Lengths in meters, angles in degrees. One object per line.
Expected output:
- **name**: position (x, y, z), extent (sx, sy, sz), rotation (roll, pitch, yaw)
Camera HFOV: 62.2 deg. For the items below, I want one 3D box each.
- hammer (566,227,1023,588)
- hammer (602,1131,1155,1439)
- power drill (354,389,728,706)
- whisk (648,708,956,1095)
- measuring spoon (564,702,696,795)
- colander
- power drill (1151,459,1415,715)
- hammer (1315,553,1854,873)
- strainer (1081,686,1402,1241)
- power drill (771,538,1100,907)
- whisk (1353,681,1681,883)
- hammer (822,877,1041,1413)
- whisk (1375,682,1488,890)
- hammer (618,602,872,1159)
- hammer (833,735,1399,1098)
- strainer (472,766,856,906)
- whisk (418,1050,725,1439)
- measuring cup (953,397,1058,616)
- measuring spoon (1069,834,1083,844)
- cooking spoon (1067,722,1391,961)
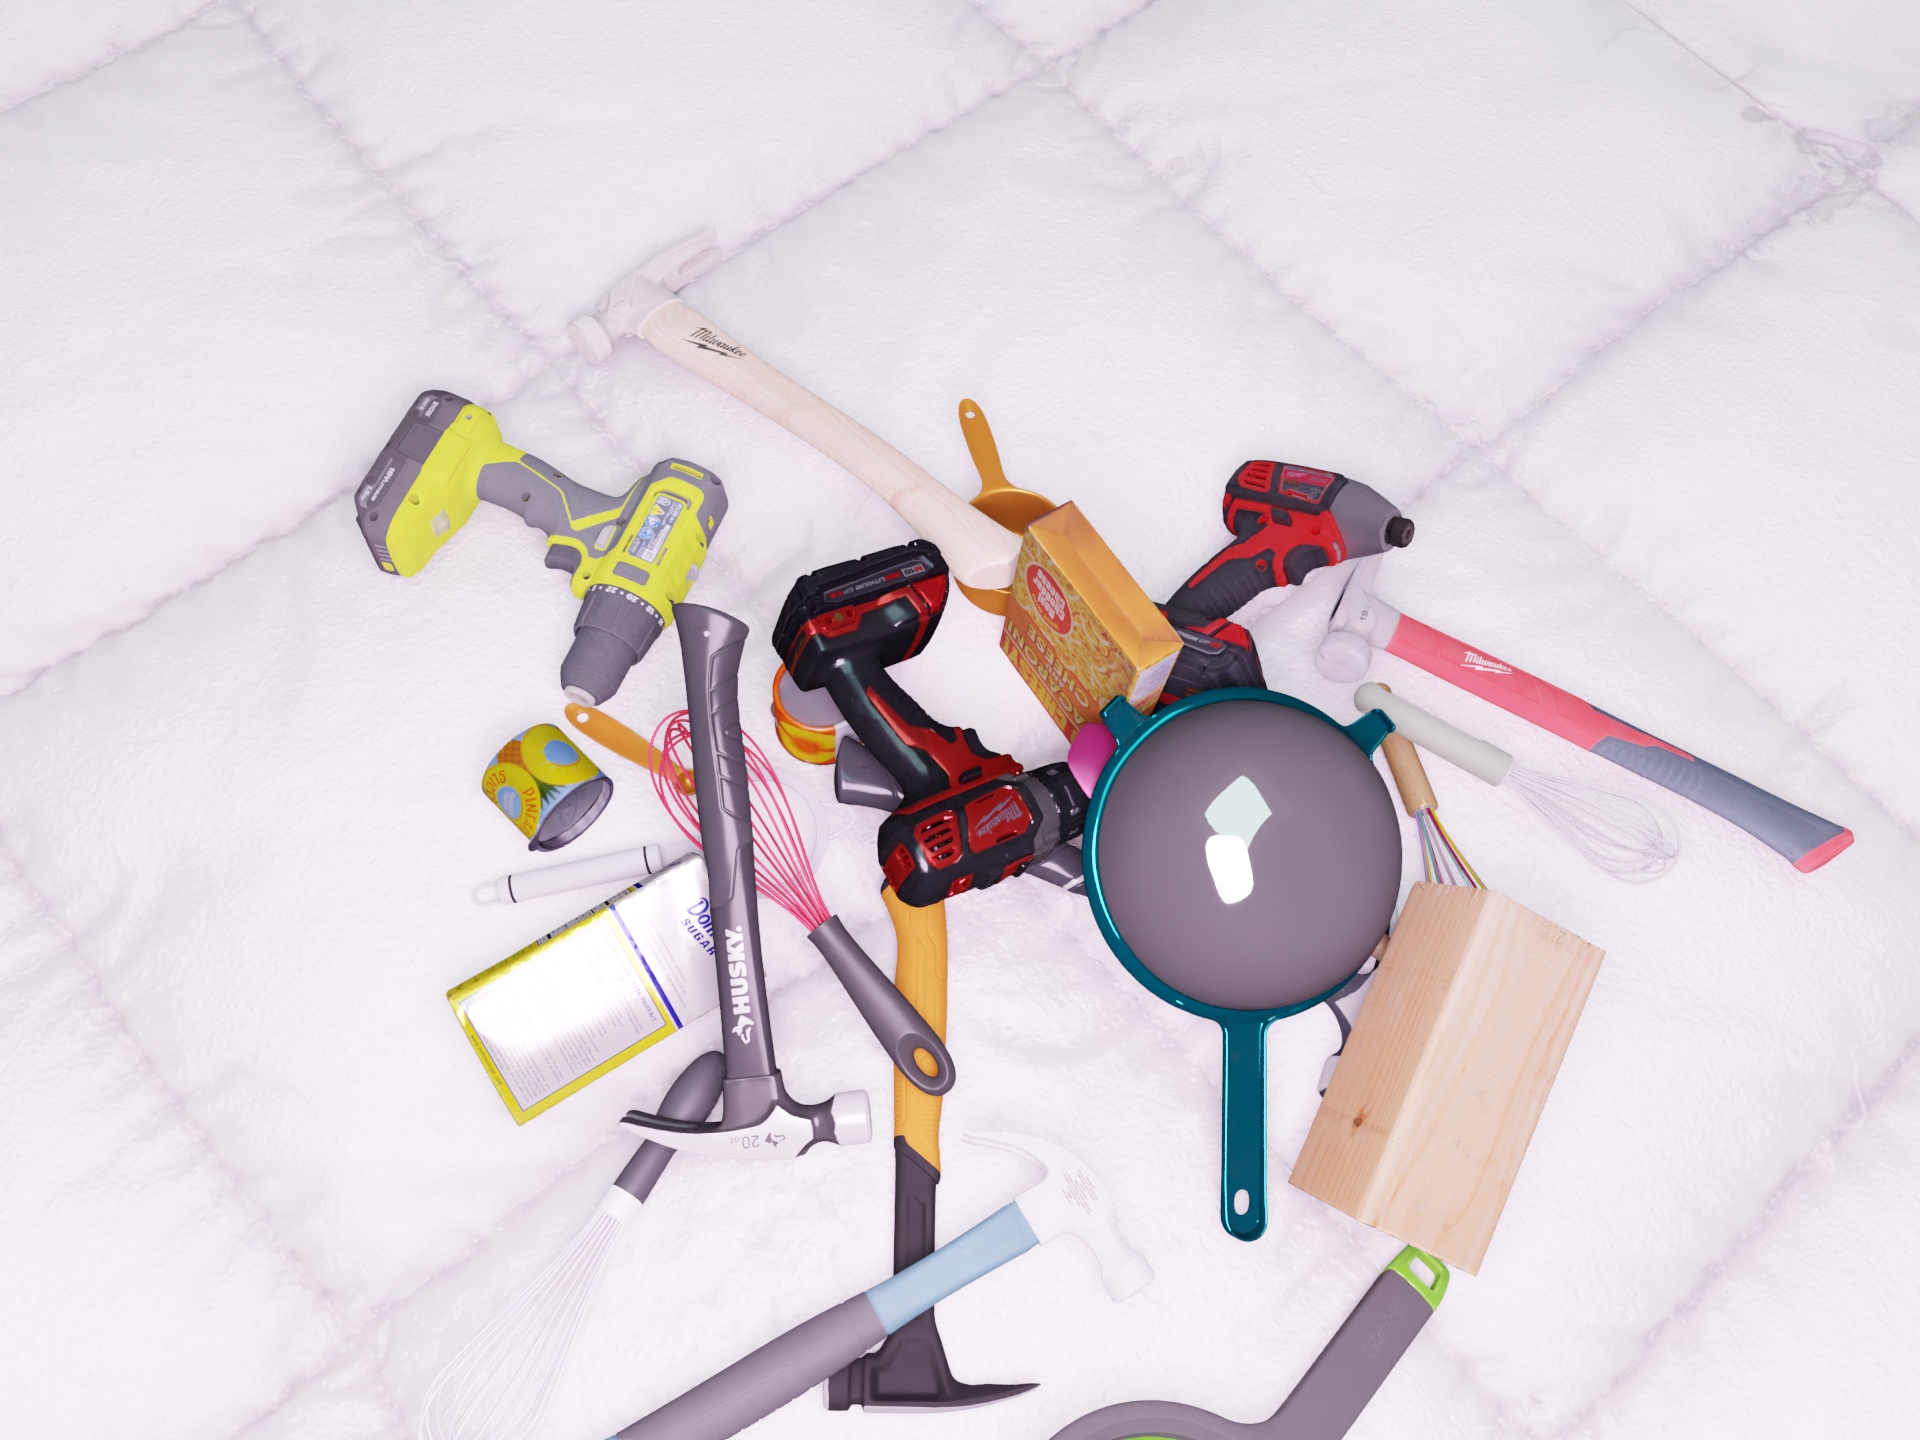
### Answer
- **hammer**: position (-0.105, -0.229, 1.174), extent (0.411, 0.038, 0.146), rotation (37, 67, 22)
- **hammer**: position (-0.060, 0.348, 0.911), extent (0.331, 0.033, 0.128), rotation (-27, 70, -13)
- **power drill**: position (-0.301, -0.124, 1.125), extent (0.228, 0.080, 0.191), rotation (22, 66, 3)
- **whisk**: position (-0.098, 0.113, 0.995), extent (0.073, 0.073, 0.296), rotation (-36, 82, -18)
- **measuring spoon**: position (-0.227, 0.020, 1.101), extent (0.117, 0.011, 0.021), rotation (30, 66, 13)
- **colander**: position (0.154, 0.445, 0.899), extent (0.205, 0.094, 0.397), rotation (44, 52, 15)
- **power drill**: position (0.213, -0.094, 1.122), extent (0.143, 0.078, 0.220), rotation (21, 60, 38)
- **hammer**: position (0.449, -0.007, 1.137), extent (0.386, 0.038, 0.143), rotation (27, 53, 5)
- **strainer**: position (0.184, 0.144, 0.955), extent (0.211, 0.095, 0.340), rotation (3, 83, -11)
- **power drill**: position (-0.002, -0.003, 1.032), extent (0.188, 0.080, 0.227), rotation (-20, 69, -28)
- **whisk**: position (0.382, 0.038, 1.096), extent (0.246, 0.058, 0.059), rotation (29, 88, 3)
- **hammer**: position (-0.019, 0.250, 0.995), extent (0.127, 0.034, 0.337), rotation (1, 65, -3)
- **whisk**: position (0.330, 0.080, 1.092), extent (0.051, 0.047, 0.245), rotation (-2, 60, -24)
- **hammer**: position (-0.143, 0.095, 0.952), extent (0.146, 0.035, 0.335), rotation (-6, 88, -1)
- **hammer**: position (0.102, 0.106, 1.053), extent (0.409, 0.036, 0.149), rotation (24, 64, 3)
- **strainer**: position (-0.195, 0.088, 1.054), extent (0.258, 0.050, 0.087), rotation (-12, 89, -3)
- **whisk**: position (-0.222, 0.316, 0.943), extent (0.070, 0.070, 0.285), rotation (28, 62, 9)
- **measuring cup**: position (0.025, -0.156, 1.175), extent (0.095, 0.052, 0.174), rotation (-12, 65, -9)
- **measuring spoon**: position (0.126, 0.052, 1.109), extent (0.124, 0.018, 0.034), rotation (-33, 68, -10)
- **cooking spoon**: position (0.205, 0.101, 1.024), extent (0.319, 0.017, 0.069), rotation (34, 53, -4)
